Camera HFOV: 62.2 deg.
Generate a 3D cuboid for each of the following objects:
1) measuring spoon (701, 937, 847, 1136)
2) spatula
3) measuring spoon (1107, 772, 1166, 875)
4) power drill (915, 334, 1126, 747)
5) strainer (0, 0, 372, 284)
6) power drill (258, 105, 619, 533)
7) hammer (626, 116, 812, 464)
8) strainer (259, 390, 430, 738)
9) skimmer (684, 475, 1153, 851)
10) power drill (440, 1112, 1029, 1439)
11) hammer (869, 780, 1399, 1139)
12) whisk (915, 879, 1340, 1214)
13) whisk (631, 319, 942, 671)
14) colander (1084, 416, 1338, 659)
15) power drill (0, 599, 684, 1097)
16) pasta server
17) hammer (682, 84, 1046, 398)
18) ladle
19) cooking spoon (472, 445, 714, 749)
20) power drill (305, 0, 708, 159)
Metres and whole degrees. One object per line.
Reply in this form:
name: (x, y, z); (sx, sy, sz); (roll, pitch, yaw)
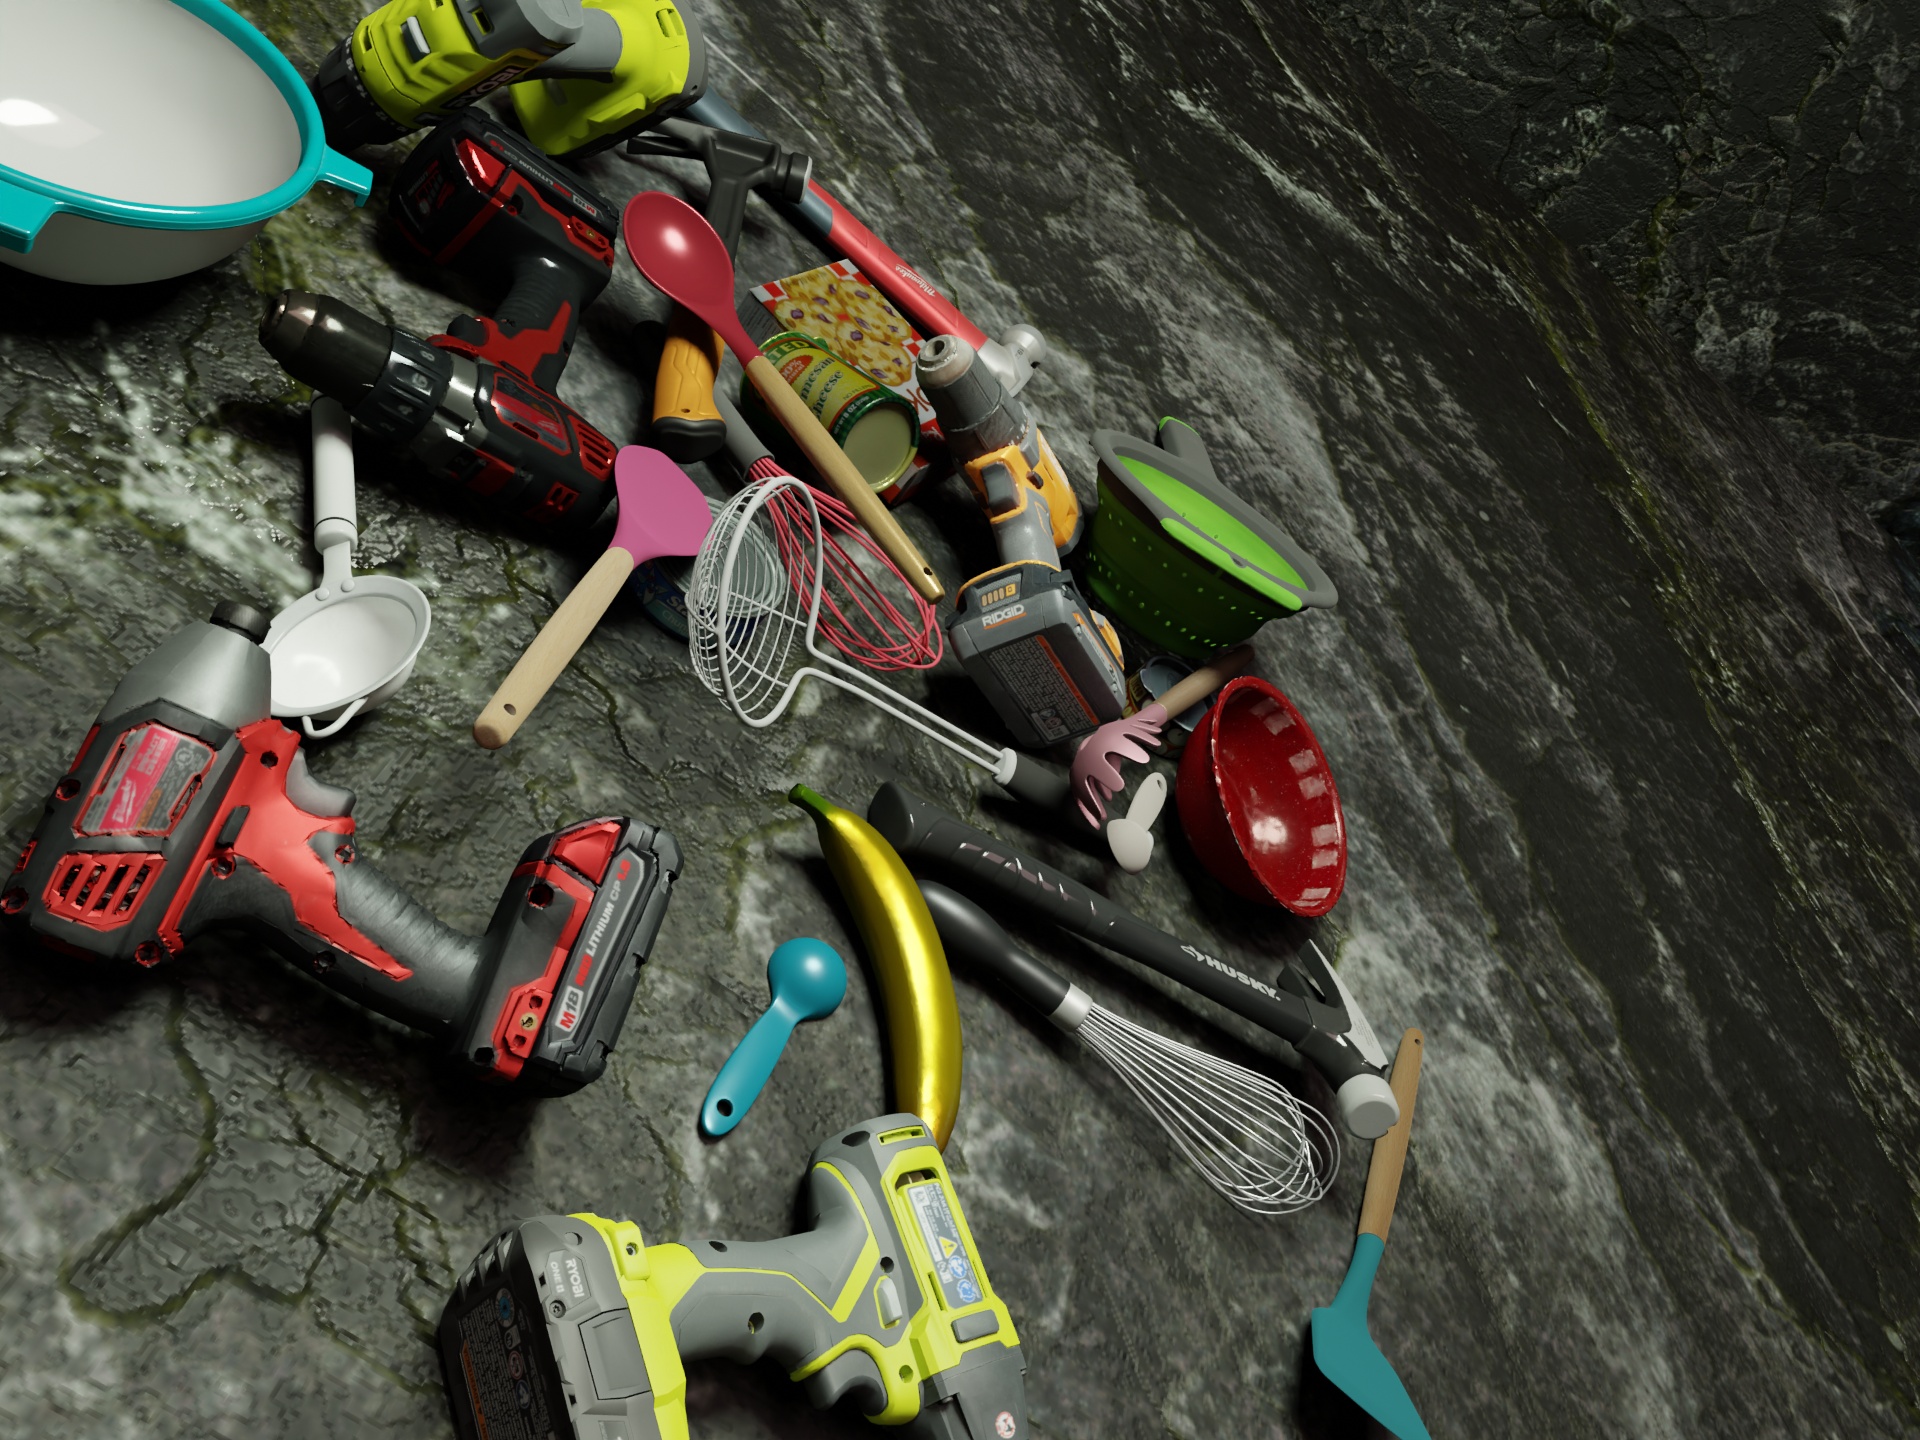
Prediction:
measuring spoon: (-0.085, 0.145, 0.745); (0.042, 0.021, 0.129); (41, 36, -6)
spatula: (0.250, 0.279, 0.919); (0.082, 0.044, 0.318); (39, 37, -3)
measuring spoon: (0.115, 0.056, 0.966); (0.034, 0.018, 0.124); (59, 26, -9)
power drill: (0.031, -0.119, 0.999); (0.185, 0.084, 0.226); (52, 24, -46)
strainer: (-0.465, -0.320, 0.759); (0.340, 0.095, 0.211); (45, 39, 8)
power drill: (-0.267, -0.221, 0.846); (0.187, 0.080, 0.227); (28, 43, -40)
hammer: (-0.166, -0.279, 1.001); (0.127, 0.034, 0.337); (11, 46, -13)
strainer: (-0.290, -0.079, 0.744); (0.087, 0.050, 0.259); (-17, 54, -2)
skimmer: (-0.001, -0.003, 0.871); (0.363, 0.090, 0.127); (31, 63, -32)
power drill: (-0.071, 0.254, 0.619); (0.223, 0.080, 0.171); (3, 54, -45)
hammer: (0.097, 0.120, 0.909); (0.334, 0.035, 0.146); (28, 22, -14)
whisk: (0.084, 0.174, 0.856); (0.284, 0.070, 0.070); (36, 38, -4)
whisk: (-0.109, -0.138, 0.955); (0.296, 0.073, 0.073); (50, 37, 16)
colander: (0.158, -0.142, 1.191); (0.204, 0.094, 0.397); (30, 22, -10)
power drill: (-0.230, 0.053, 0.620); (0.219, 0.078, 0.143); (26, 68, -21)
pasta server: (0.140, -0.005, 1.014); (0.040, 0.060, 0.316); (40, 29, 13)
hammer: (-0.105, -0.368, 1.178); (0.386, 0.038, 0.143); (40, 40, -8)
ladle: (-0.101, -0.186, 0.907); (0.069, 0.031, 0.316); (-20, 66, -41)
cooking spoon: (-0.169, -0.066, 0.749); (0.068, 0.017, 0.319); (46, 21, -17)
power drill: (-0.271, -0.387, 0.948); (0.080, 0.190, 0.228); (68, 25, -10)
